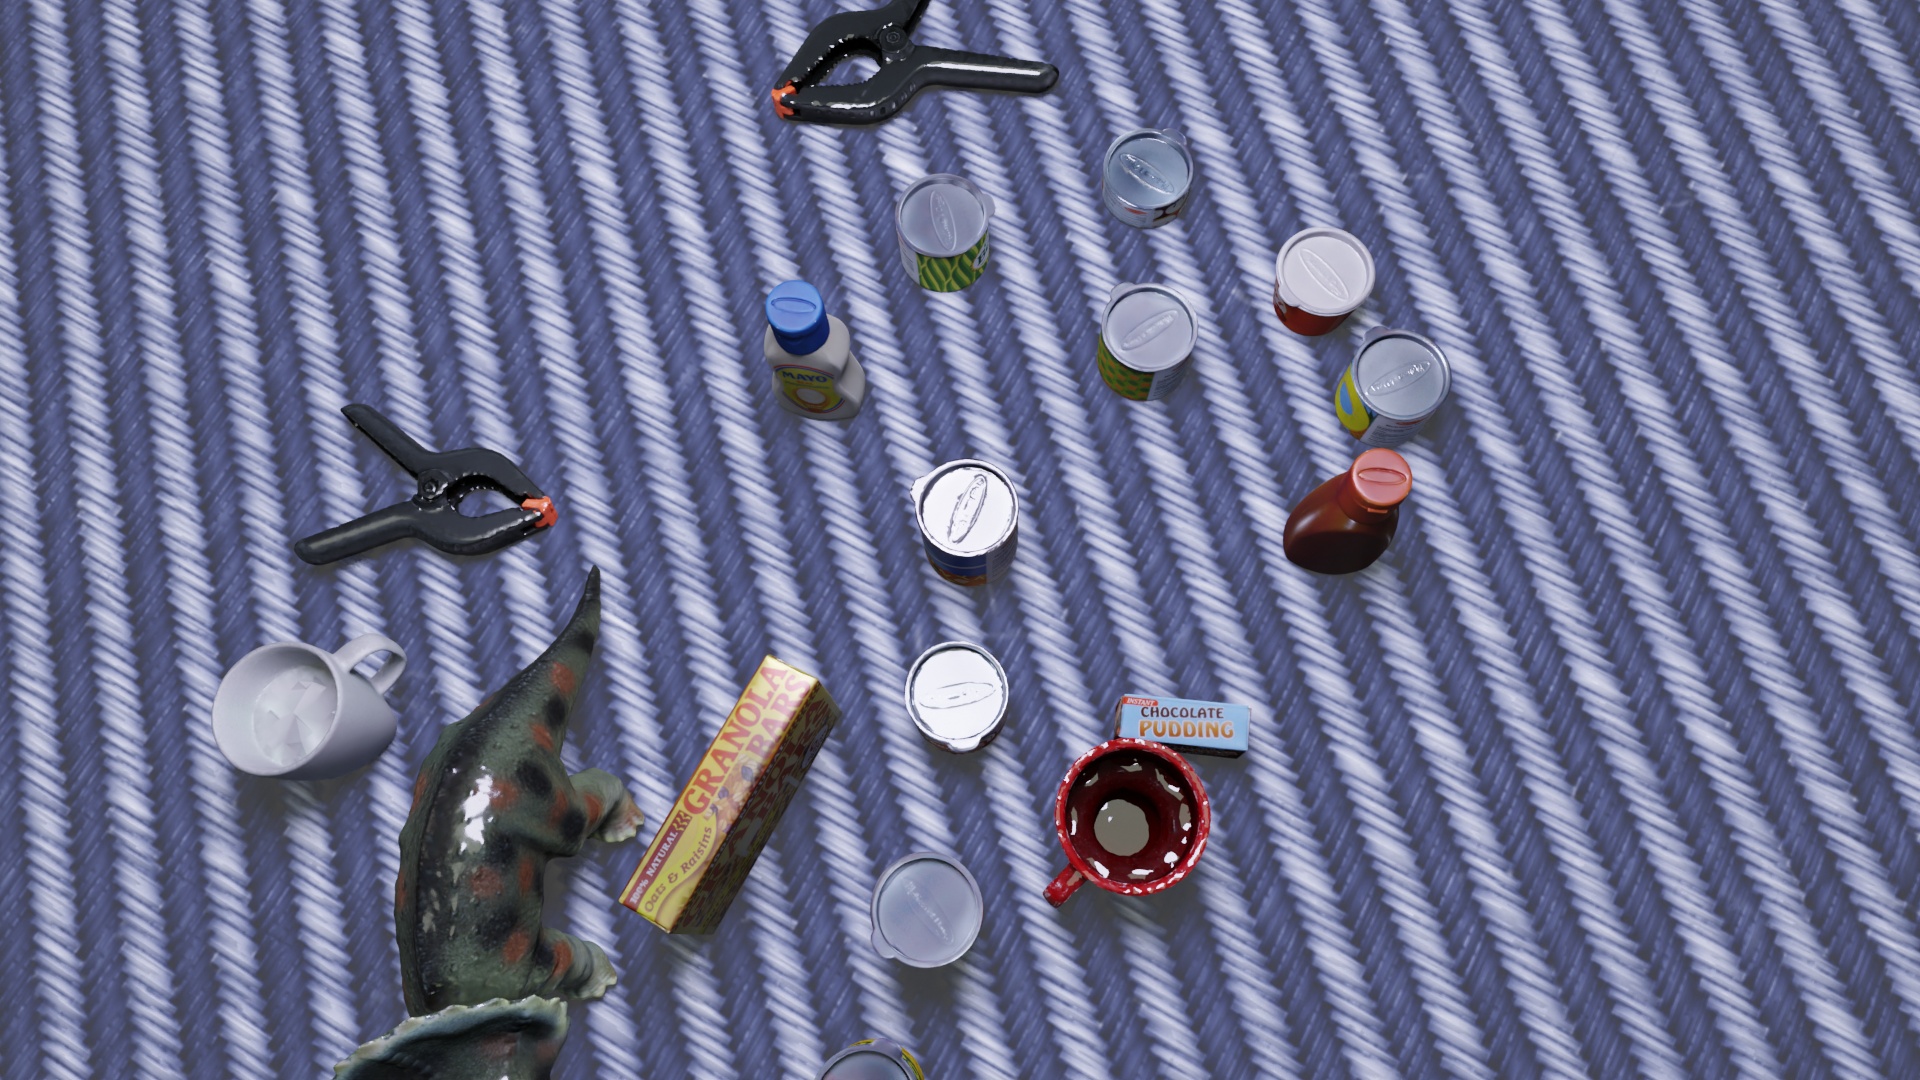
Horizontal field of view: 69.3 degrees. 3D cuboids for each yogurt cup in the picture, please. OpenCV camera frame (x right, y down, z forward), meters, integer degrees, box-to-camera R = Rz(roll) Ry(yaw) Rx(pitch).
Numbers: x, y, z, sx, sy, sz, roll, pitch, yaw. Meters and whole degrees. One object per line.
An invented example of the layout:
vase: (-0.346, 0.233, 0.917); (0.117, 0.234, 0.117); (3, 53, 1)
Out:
yogurt cup: (0.253, -0.180, 0.982); (0.072, 0.053, 0.072); (0, 74, 2)

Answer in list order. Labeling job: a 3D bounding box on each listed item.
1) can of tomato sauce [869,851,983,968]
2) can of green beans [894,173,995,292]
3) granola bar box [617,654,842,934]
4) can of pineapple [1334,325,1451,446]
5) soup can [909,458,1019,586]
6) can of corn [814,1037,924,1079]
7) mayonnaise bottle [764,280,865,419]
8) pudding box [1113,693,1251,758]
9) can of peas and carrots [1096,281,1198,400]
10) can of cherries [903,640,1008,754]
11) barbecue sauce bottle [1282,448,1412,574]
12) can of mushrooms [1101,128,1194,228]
can of tomato sauce: (-0.020, 0.229, 0.854); (0.071, 0.083, 0.071); (0, 74, 2)
can of green beans: (-0.012, -0.220, 1.000); (0.071, 0.057, 0.071); (0, 74, 2)
granola bar box: (-0.137, 0.159, 0.857); (0.039, 0.124, 0.166); (28, 77, 9)
can of pineapple: (0.296, -0.106, 0.957); (0.071, 0.057, 0.071); (0, 74, 2)
soup can: (0.003, -0.012, 0.924); (0.071, 0.083, 0.071); (0, 74, 2)
can of corn: (-0.054, 0.334, 0.837); (0.071, 0.058, 0.071); (0, 74, 2)
mayonnaise bottle: (-0.101, -0.125, 0.927); (0.065, 0.147, 0.041); (8, 75, 4)
pudding box: (0.143, 0.120, 0.899); (0.084, 0.049, 0.030); (6, 74, 3)
can of peas and carrots: (0.128, -0.140, 0.971); (0.071, 0.058, 0.071); (0, 74, 2)
can of cherries: (-0.002, 0.106, 0.903); (0.071, 0.058, 0.071); (0, 74, 2)
barbecue sauce bottle: (0.250, -0.017, 0.885); (0.065, 0.148, 0.044); (7, 74, 4)
can of mushrooms: (0.139, -0.267, 1.022); (0.071, 0.033, 0.071); (0, 74, 2)
